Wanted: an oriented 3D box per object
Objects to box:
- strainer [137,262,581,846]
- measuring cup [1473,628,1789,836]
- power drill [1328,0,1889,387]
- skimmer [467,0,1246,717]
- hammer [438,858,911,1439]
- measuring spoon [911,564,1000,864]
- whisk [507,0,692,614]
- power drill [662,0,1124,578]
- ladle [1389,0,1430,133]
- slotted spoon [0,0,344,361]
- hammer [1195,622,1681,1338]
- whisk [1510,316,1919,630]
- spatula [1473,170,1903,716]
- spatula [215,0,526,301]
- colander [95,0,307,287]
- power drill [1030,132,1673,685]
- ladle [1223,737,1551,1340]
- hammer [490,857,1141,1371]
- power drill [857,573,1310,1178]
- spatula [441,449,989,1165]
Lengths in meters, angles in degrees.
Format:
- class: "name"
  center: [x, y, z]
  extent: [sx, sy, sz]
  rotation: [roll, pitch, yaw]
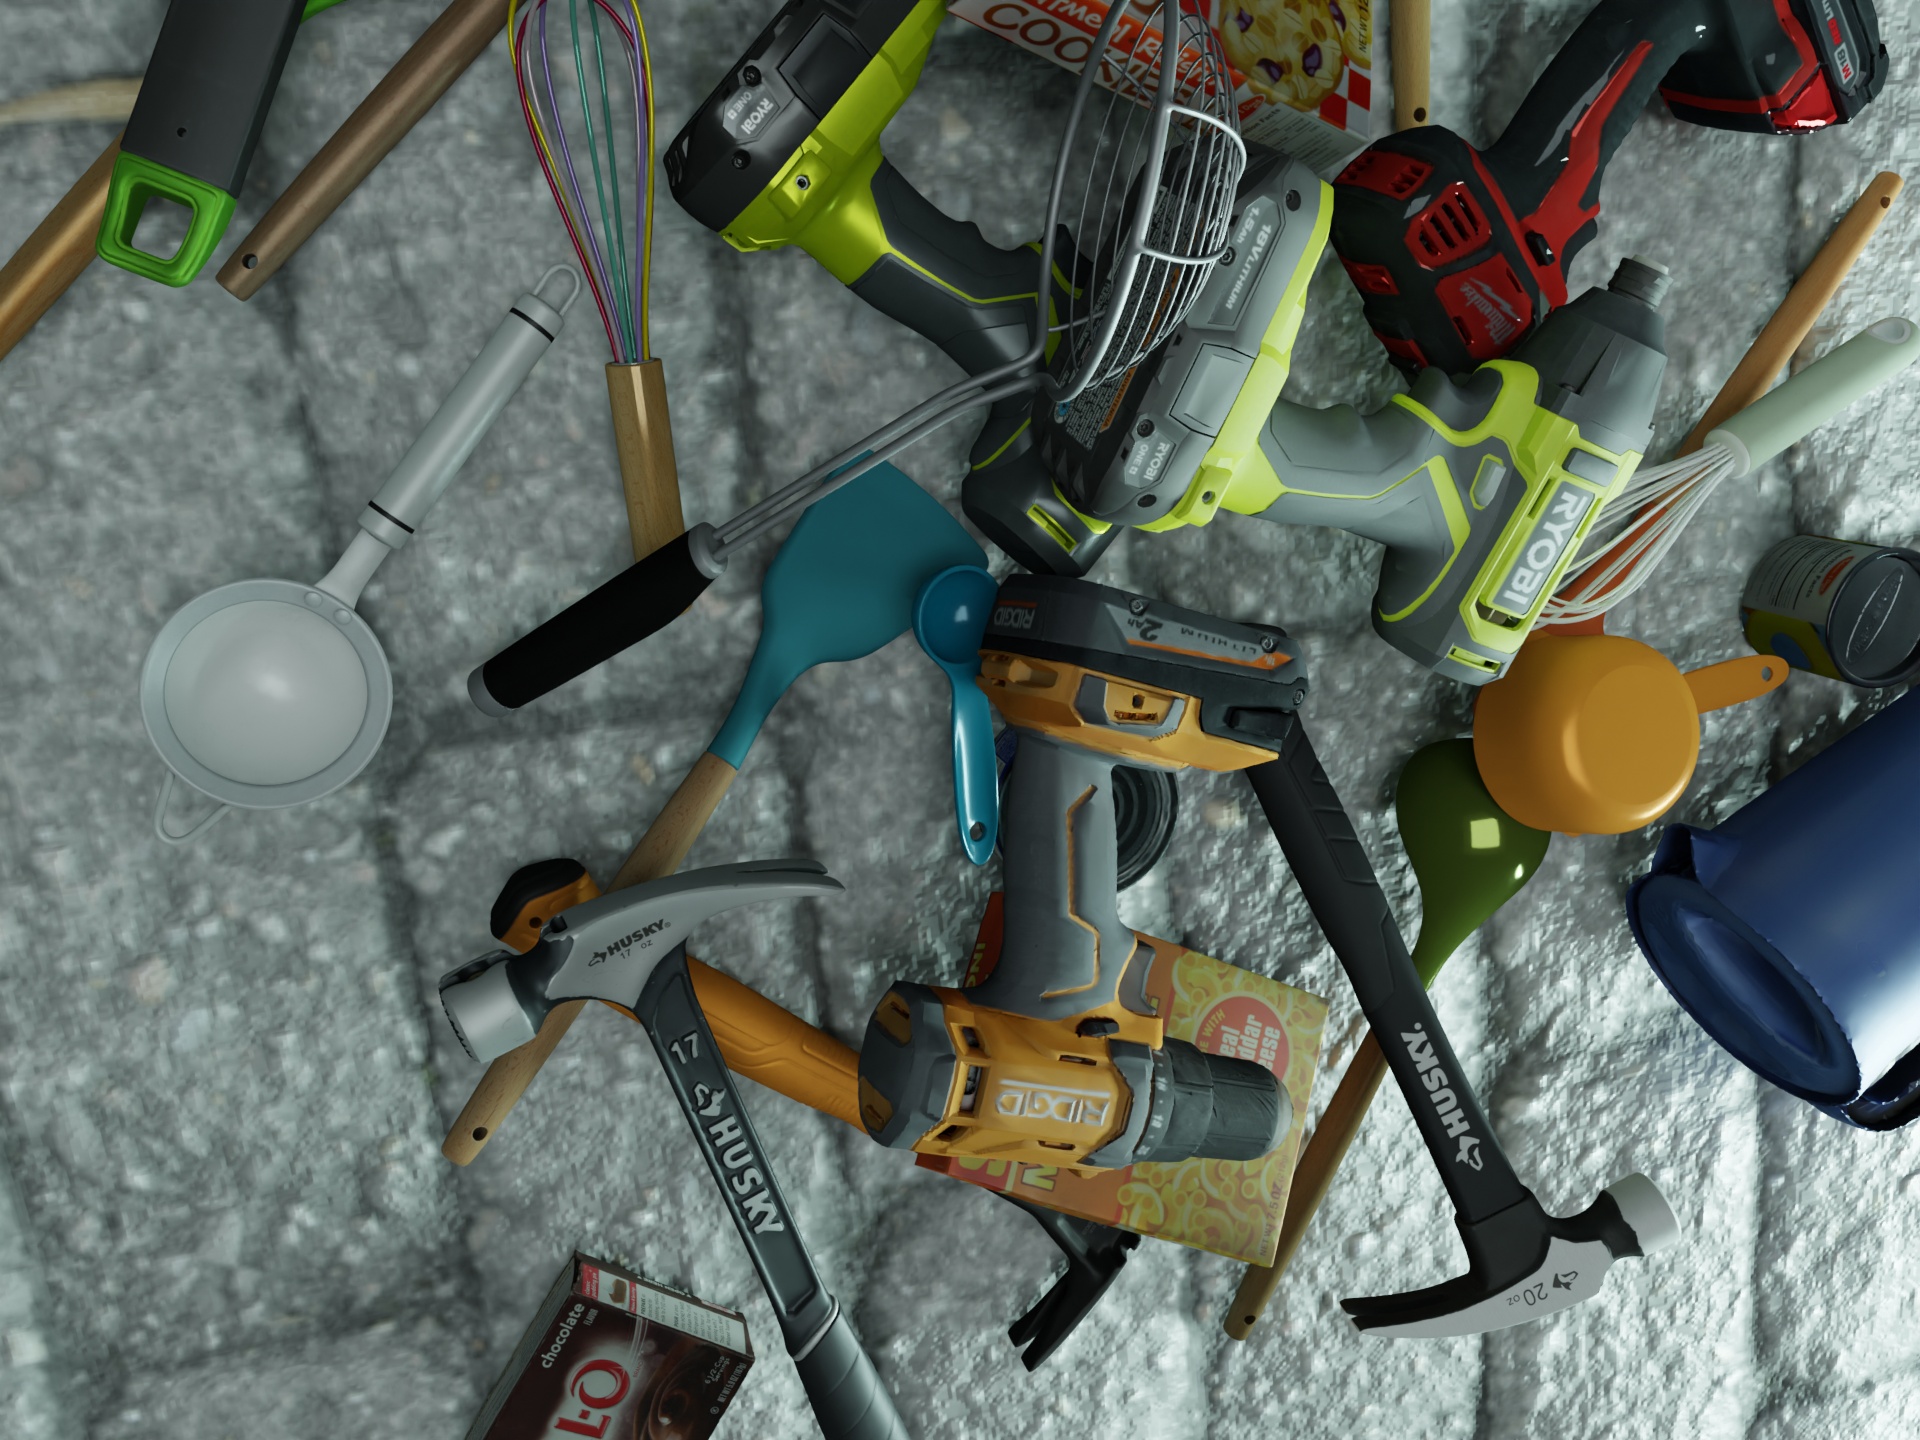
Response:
- class: "strainer"
  center: [-0.220, -0.066, 0.599]
  extent: [0.086, 0.050, 0.258]
  rotation: [37, 86, -25]
- class: "measuring cup"
  center: [0.312, -0.004, 0.698]
  extent: [0.173, 0.052, 0.095]
  rotation: [-14, 95, -16]
- class: "power drill"
  center: [0.271, -0.216, 0.664]
  extent: [0.226, 0.080, 0.187]
  rotation: [-45, 126, 1]
- class: "skimmer"
  center: [-0.060, -0.104, 0.538]
  extent: [0.363, 0.127, 0.090]
  rotation: [-28, 131, 25]
- class: "hammer"
  center: [-0.065, 0.238, 0.670]
  extent: [0.149, 0.036, 0.408]
  rotation: [-26, 116, -16]
- class: "measuring spoon"
  center: [-0.001, -0.002, 0.656]
  extent: [0.042, 0.021, 0.128]
  rotation: [-15, 110, -31]
- class: "whisk"
  center: [-0.129, -0.157, 0.598]
  extent: [0.047, 0.051, 0.244]
  rotation: [-10, 112, -12]
- class: "power drill"
  center: [0.022, -0.192, 0.613]
  extent: [0.228, 0.080, 0.190]
  rotation: [40, 86, -22]
- class: "ladle"
  center: [0.179, -0.392, 0.632]
  extent: [0.069, 0.031, 0.315]
  rotation: [-8, 107, -10]
- class: "slotted spoon"
  center: [-0.275, -0.208, 0.557]
  extent: [0.070, 0.031, 0.314]
  rotation: [42, 92, -7]
- class: "hammer"
  center: [0.177, 0.109, 0.696]
  extent: [0.146, 0.035, 0.335]
  rotation: [-26, 90, -1]
- class: "whisk"
  center: [0.331, -0.112, 0.700]
  extent: [0.246, 0.058, 0.059]
  rotation: [-32, 138, -12]
- class: "spatula"
  center: [0.342, -0.116, 0.732]
  extent: [0.081, 0.041, 0.322]
  rotation: [33, 92, -18]
- class: "spatula"
  center: [-0.158, -0.271, 0.577]
  extent: [0.059, 0.018, 0.316]
  rotation: [43, 89, -17]
- class: "colander"
  center: [-0.196, -0.330, 0.486]
  extent: [0.204, 0.094, 0.397]
  rotation: [20, 91, -9]
- class: "power drill"
  center: [0.154, -0.119, 0.590]
  extent: [0.223, 0.080, 0.171]
  rotation: [15, 111, -27]
- class: "ladle"
  center: [0.192, 0.157, 0.764]
  extent: [0.078, 0.062, 0.320]
  rotation: [17, 105, -18]
- class: "hammer"
  center: [-0.057, 0.165, 0.698]
  extent: [0.336, 0.034, 0.127]
  rotation: [34, 92, -19]
- class: "power drill"
  center: [0.071, 0.070, 0.635]
  extent: [0.185, 0.084, 0.226]
  rotation: [14, 90, -23]
- class: "spatula"
  center: [-0.106, 0.038, 0.631]
  extent: [0.082, 0.044, 0.317]
  rotation: [39, 78, -32]
